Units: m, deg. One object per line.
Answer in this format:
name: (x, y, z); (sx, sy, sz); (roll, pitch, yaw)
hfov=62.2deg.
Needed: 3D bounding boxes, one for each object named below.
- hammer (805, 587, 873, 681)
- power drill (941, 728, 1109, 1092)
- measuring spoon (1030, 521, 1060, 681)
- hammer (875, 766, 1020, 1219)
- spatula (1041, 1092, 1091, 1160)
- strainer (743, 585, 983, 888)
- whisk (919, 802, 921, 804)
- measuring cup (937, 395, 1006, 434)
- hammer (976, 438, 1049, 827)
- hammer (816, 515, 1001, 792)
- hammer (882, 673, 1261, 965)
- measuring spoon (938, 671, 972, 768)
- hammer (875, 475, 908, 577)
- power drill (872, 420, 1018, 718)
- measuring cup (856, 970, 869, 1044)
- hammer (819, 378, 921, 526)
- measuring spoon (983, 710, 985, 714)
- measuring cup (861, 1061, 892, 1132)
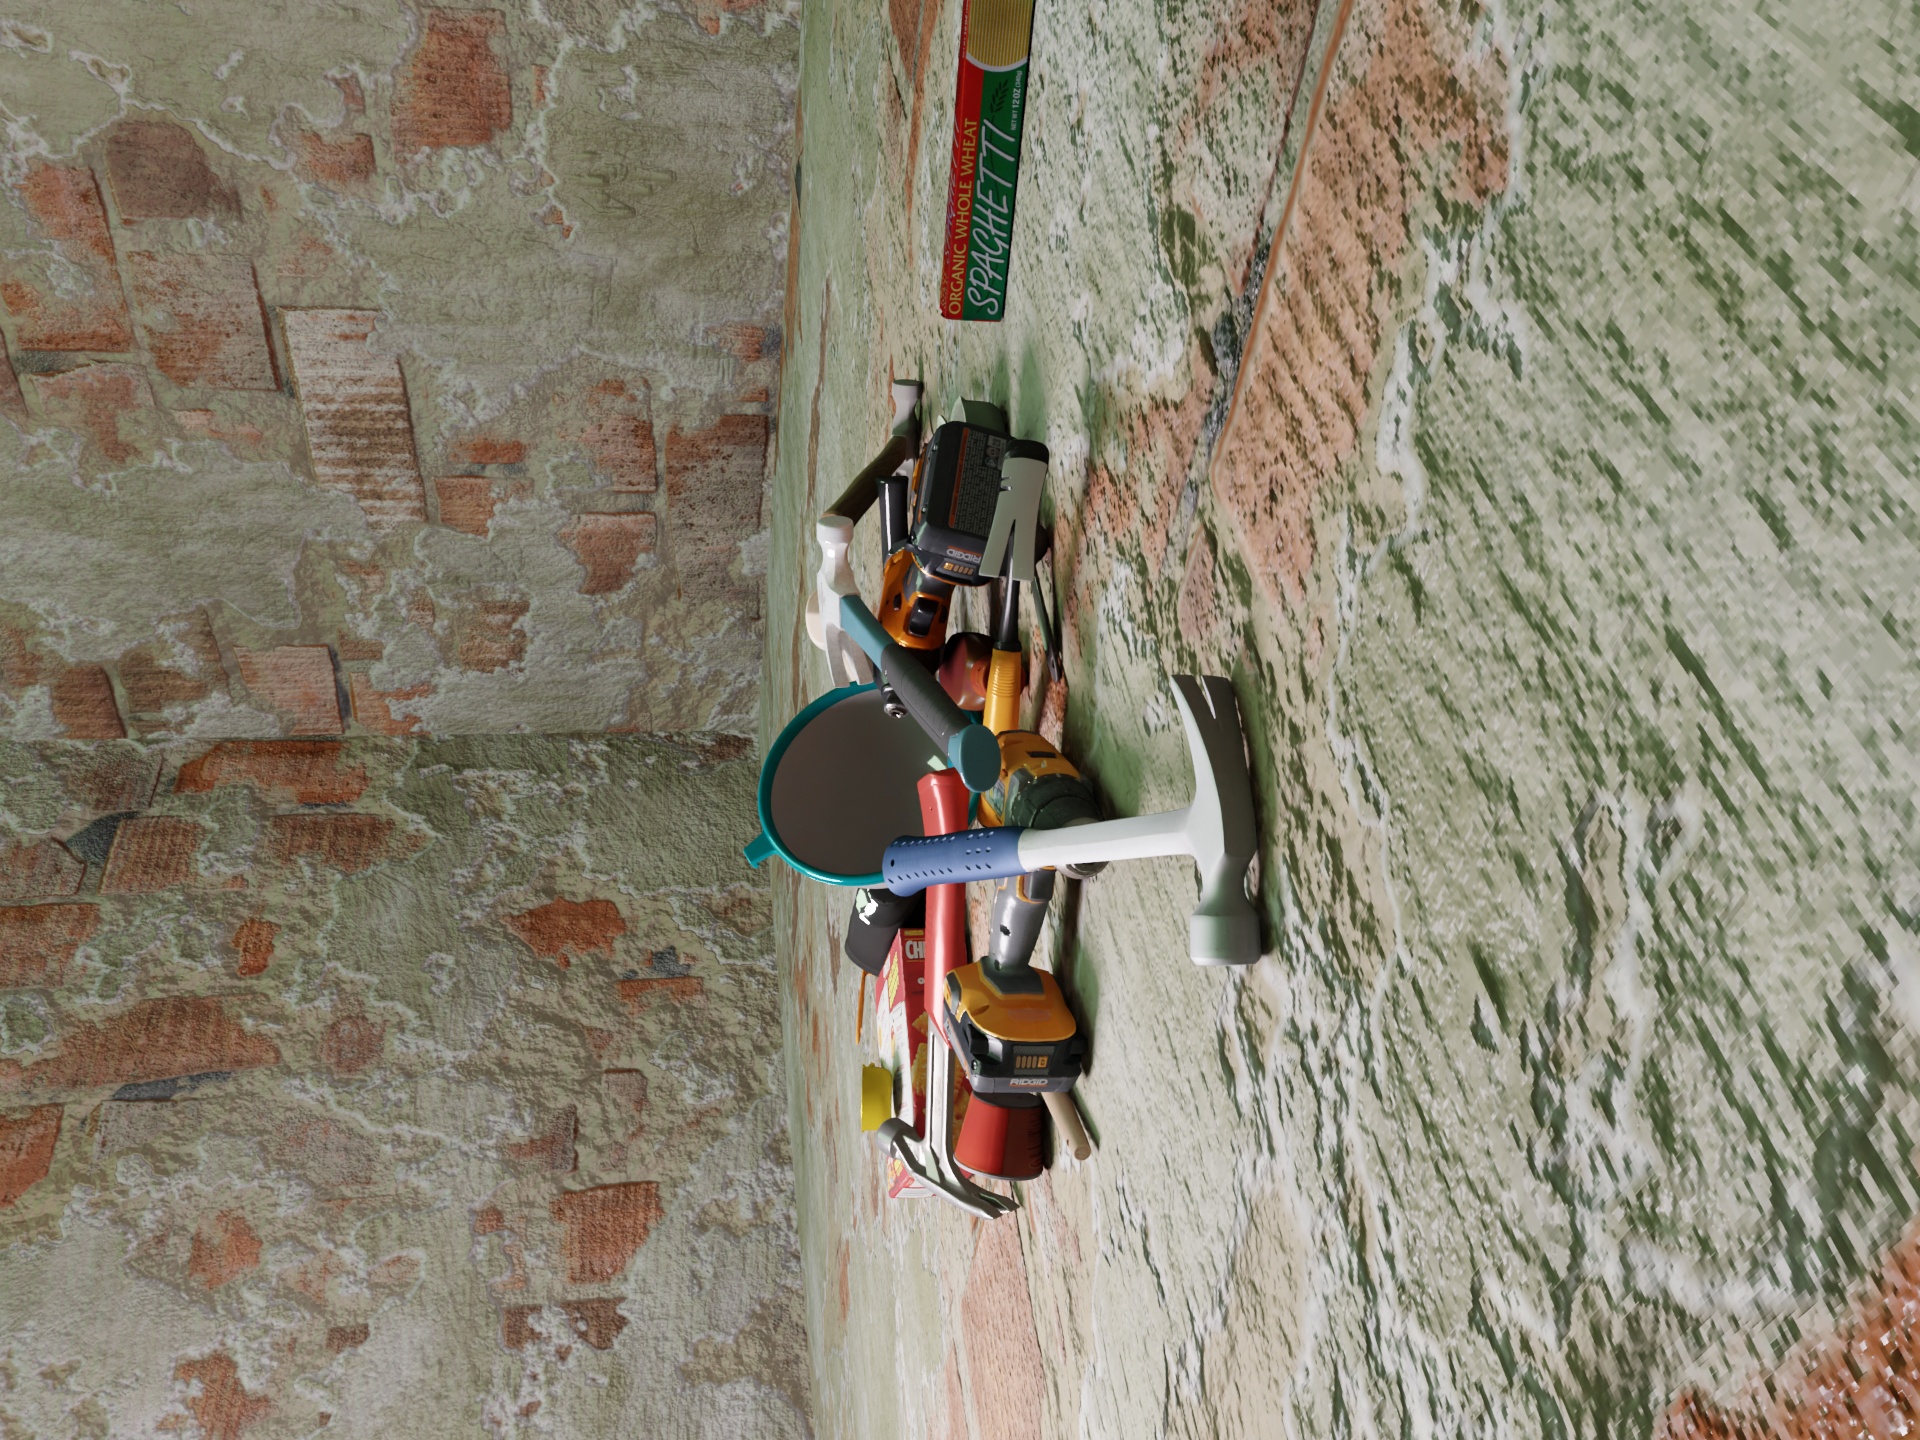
hammer: (-0.101, -0.063, 1.598); (0.410, 0.038, 0.146); (69, -156, -75)
power drill: (0.049, 0.134, 1.063); (0.185, 0.084, 0.226); (-132, 47, -70)
measuring spoon: (0.063, -0.087, 1.144); (0.034, 0.018, 0.124); (120, 141, -72)
hammer: (-0.007, 0.213, 1.268); (0.149, 0.036, 0.359); (17, 111, 45)
spatula: (0.052, 0.236, 1.194); (0.316, 0.018, 0.059); (-119, 32, -69)
strainer: (-0.048, 0.016, 1.434); (0.095, 0.211, 0.341); (65, -144, -52)
whisk: (-0.033, 0.109, 1.566); (0.059, 0.058, 0.246); (-58, 0, -15)
measuring cup: (0.008, -0.239, 1.347); (0.168, 0.038, 0.083); (-116, 27, -69)
hammer: (0.032, -0.030, 1.135); (0.336, 0.034, 0.127); (92, -174, -48)
hammer: (-0.046, -0.040, 1.179); (0.331, 0.033, 0.128); (-131, 37, -56)
hammer: (0.047, 0.070, 0.939); (0.405, 0.035, 0.144); (164, 108, -63)
measuring spoon: (-0.002, -0.004, 1.358); (0.021, 0.042, 0.129); (64, -172, -52)
hammer: (-0.059, -0.084, 1.558); (0.146, 0.035, 0.334); (-93, 1, -59)
power drill: (-0.020, -0.111, 1.265); (0.226, 0.084, 0.164); (121, 160, -58)
measuring cup: (-0.076, 0.262, 1.670); (0.095, 0.052, 0.174); (88, -173, -51)
hammer: (-0.085, -0.234, 1.558); (0.331, 0.031, 0.130); (-67, -18, -63)
measuring spoon: (0.029, 0.012, 1.310); (0.117, 0.011, 0.021); (-120, 31, -68)
measuring cup: (-0.075, 0.340, 1.477); (0.156, 0.029, 0.062); (50, -139, -89)
